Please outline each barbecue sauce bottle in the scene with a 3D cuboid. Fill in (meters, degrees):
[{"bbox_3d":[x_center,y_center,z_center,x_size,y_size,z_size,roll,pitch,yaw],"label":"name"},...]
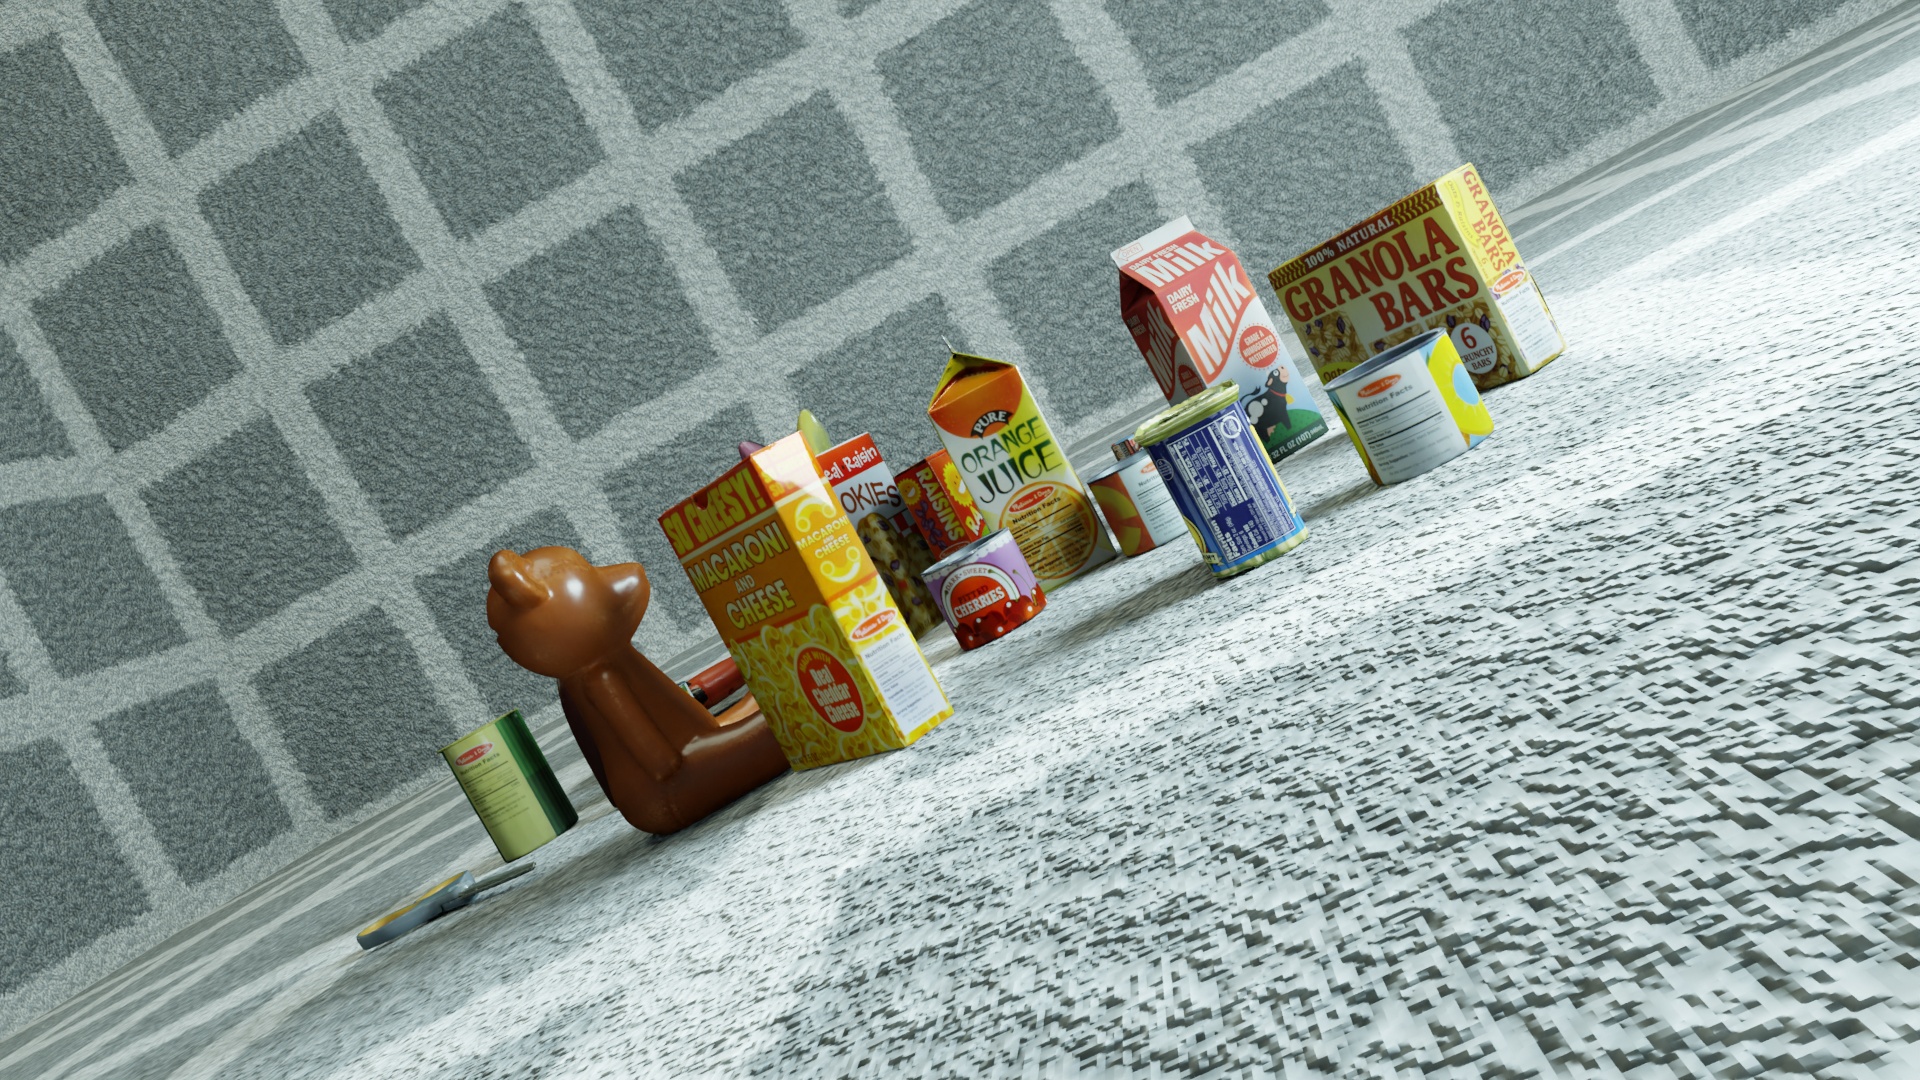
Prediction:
[{"bbox_3d":[-0.270,0.125,1.046,0.064,0.148,0.044,-27,4,29],"label":"barbecue sauce bottle"}]

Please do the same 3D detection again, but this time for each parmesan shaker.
[{"bbox_3d":[-0.358,0.195,1.099,0.071,0.103,0.071,-28,3,2],"label":"parmesan shaker"}]

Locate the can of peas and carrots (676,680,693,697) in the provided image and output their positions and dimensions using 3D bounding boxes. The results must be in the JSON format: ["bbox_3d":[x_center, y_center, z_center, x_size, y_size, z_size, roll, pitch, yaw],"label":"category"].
[{"bbox_3d":[-0.238,0.154,1.110,0.071,0.058,0.071,-28,3,2],"label":"can of peas and carrots"}]

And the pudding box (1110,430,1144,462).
[{"bbox_3d":[0.190,-0.091,1.370,0.084,0.049,0.030,-31,4,-40],"label":"pudding box"}]

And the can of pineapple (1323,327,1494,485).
[{"bbox_3d":[0.229,-0.068,0.707,0.071,0.058,0.071,-28,3,2],"label":"can of pineapple"}]

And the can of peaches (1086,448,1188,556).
[{"bbox_3d":[0.126,-0.029,0.930,0.071,0.058,0.071,-28,3,2],"label":"can of peaches"}]

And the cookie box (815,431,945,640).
[{"bbox_3d":[-0.080,0.007,1.107,0.040,0.167,0.123,-26,4,34],"label":"cookie box"}]

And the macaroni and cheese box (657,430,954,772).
[{"bbox_3d":[-0.088,0.038,0.746,0.040,0.166,0.123,-31,4,-37],"label":"macaroni and cheese box"}]

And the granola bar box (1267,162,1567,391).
[{"bbox_3d":[0.279,-0.145,0.867,0.039,0.124,0.165,-30,4,-24],"label":"granola bar box"}]

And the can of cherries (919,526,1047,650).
[{"bbox_3d":[0.015,0.032,0.908,0.071,0.058,0.071,-28,3,2],"label":"can of cherries"}]

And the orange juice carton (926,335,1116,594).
[{"bbox_3d":[0.034,-0.060,0.986,0.073,0.192,0.072,-28,3,5],"label":"orange juice carton"}]

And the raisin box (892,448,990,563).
[{"bbox_3d":[0.004,-0.014,1.122,0.040,0.123,0.086,-27,4,27],"label":"raisin box"}]

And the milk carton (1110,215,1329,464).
[{"bbox_3d":[0.184,-0.143,1.026,0.072,0.190,0.073,-29,3,-15],"label":"milk carton"}]
